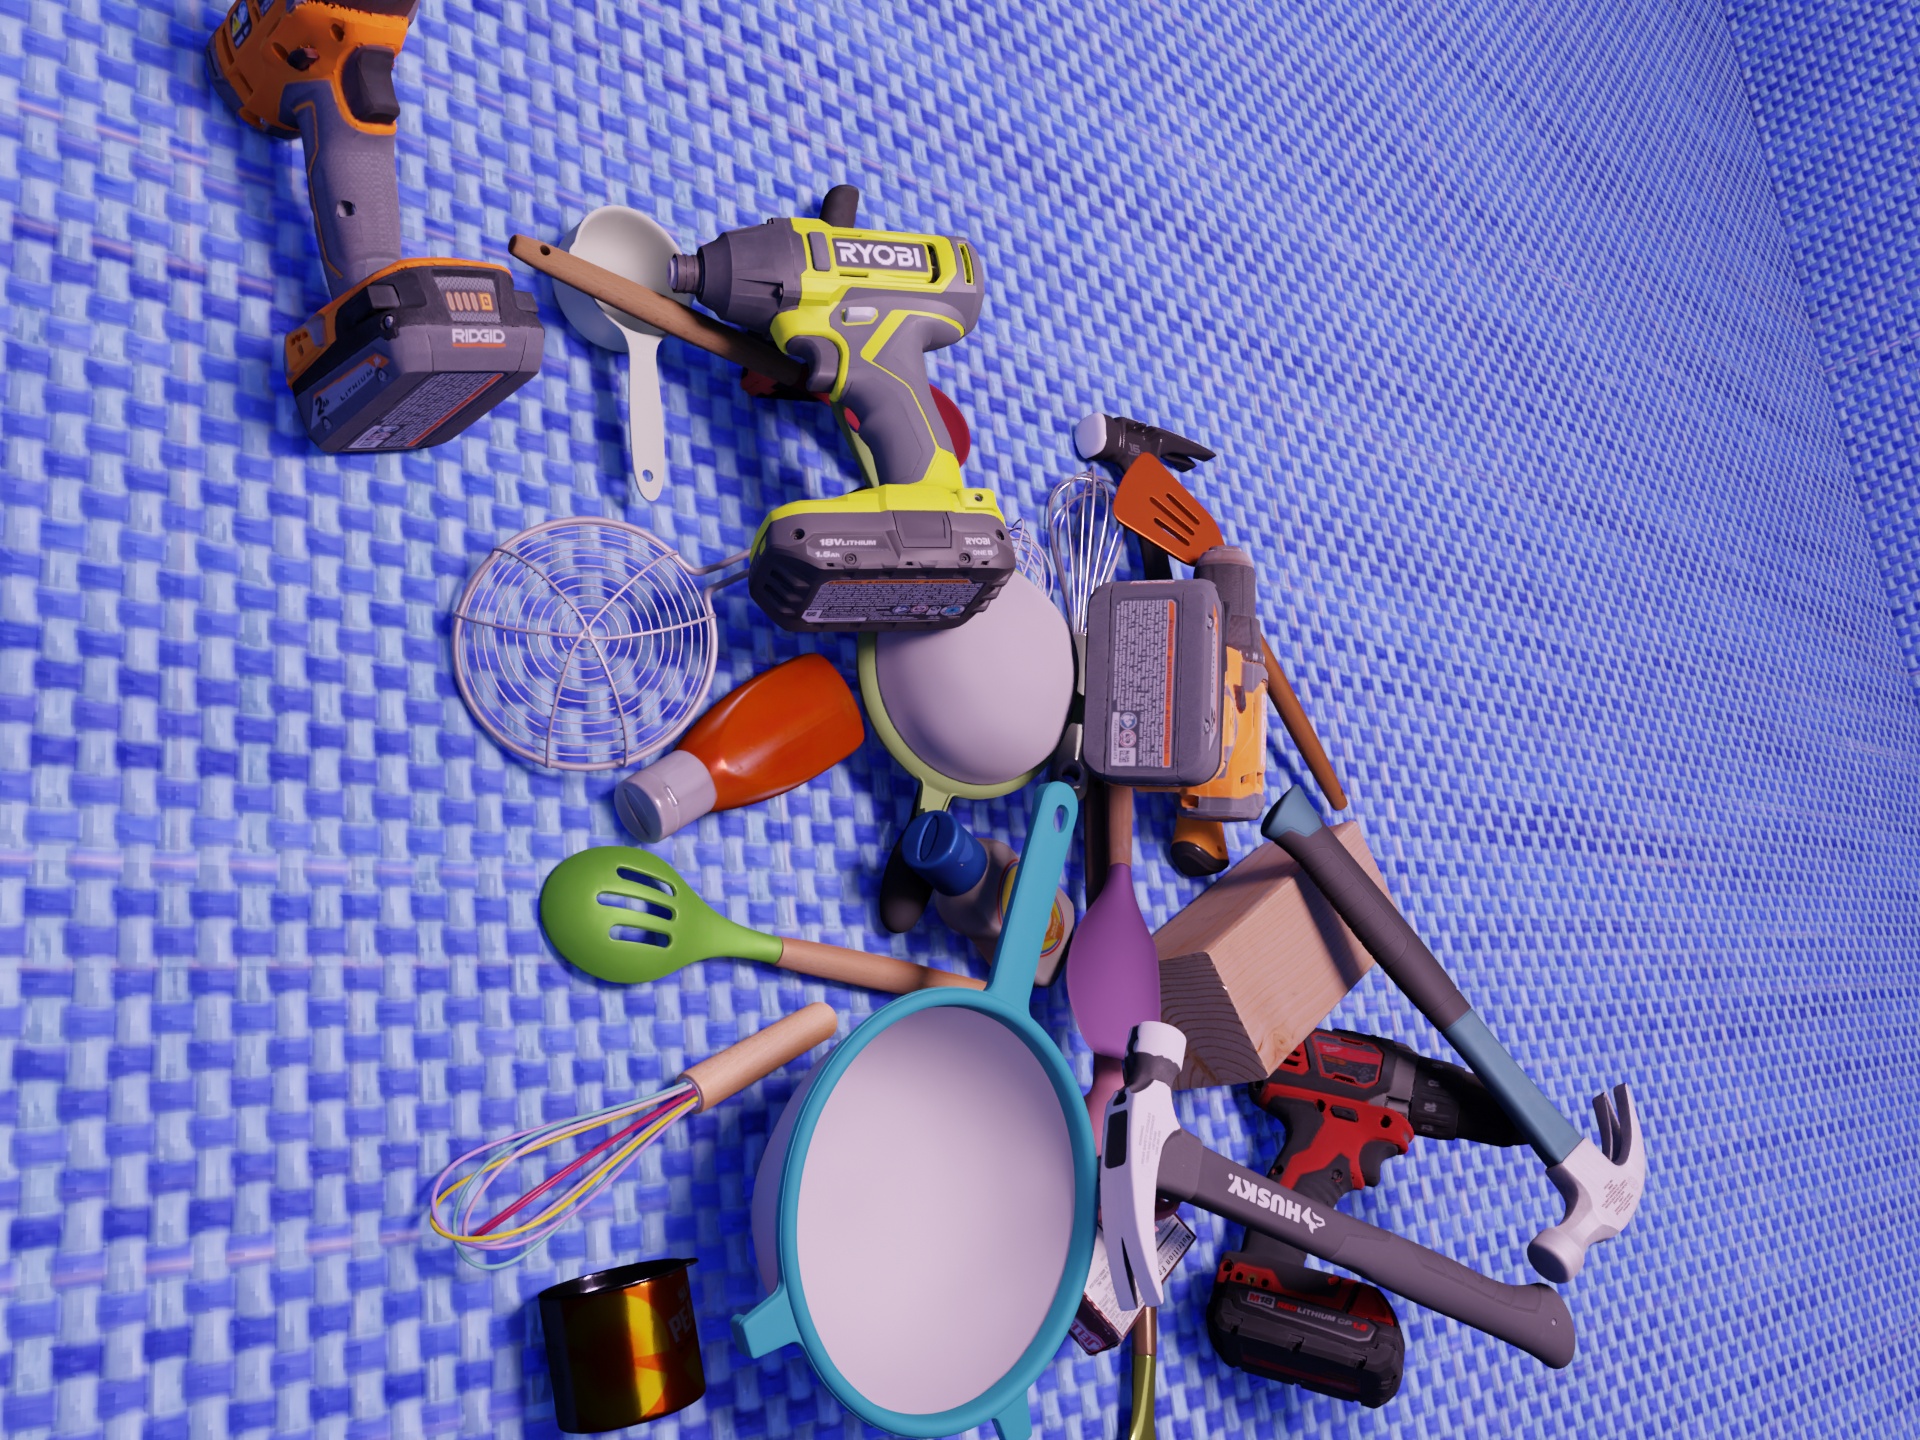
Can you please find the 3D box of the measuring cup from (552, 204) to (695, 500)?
[{"bbox_3d":[-0.185,-0.197,0.874,0.083,0.038,0.168,3,78,-45],"label":"measuring cup"}]

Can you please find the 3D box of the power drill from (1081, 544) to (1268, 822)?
[{"bbox_3d":[0.146,-0.034,0.993,0.226,0.084,0.185,17,74,-67],"label":"power drill"}]

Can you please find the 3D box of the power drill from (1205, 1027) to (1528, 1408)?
[{"bbox_3d":[0.260,0.306,1.009,0.080,0.188,0.227,74,31,-50],"label":"power drill"}]

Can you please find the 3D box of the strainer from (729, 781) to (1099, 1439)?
[{"bbox_3d":[-0.015,0.187,0.833,0.210,0.095,0.341,36,58,-34],"label":"strainer"}]

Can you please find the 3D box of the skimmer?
[{"bbox_3d":[-0.124,-0.083,0.893,0.127,0.090,0.363,59,35,-4],"label":"skimmer"}]

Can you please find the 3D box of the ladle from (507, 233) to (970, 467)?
[{"bbox_3d":[-0.114,-0.206,0.904,0.315,0.031,0.069,17,64,-43],"label":"ladle"}]

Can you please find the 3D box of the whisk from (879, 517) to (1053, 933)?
[{"bbox_3d":[-0.001,-0.004,0.961,0.070,0.070,0.285,33,59,-31],"label":"whisk"}]

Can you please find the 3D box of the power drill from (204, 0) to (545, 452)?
[{"bbox_3d":[-0.266,-0.254,0.727,0.084,0.164,0.226,-13,86,-46],"label":"power drill"}]

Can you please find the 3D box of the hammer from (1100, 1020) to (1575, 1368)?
[{"bbox_3d":[0.218,0.298,0.890,0.334,0.035,0.146,28,54,-20],"label":"hammer"}]

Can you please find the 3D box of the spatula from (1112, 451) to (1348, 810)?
[{"bbox_3d":[0.207,-0.052,1.156,0.322,0.041,0.081,56,42,-27],"label":"spatula"}]

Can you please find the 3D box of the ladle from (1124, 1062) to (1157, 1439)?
[{"bbox_3d":[0.117,0.347,0.941,0.078,0.062,0.320,21,58,-37],"label":"ladle"}]

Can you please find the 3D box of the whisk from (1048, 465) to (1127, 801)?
[{"bbox_3d":[0.080,-0.061,1.071,0.058,0.059,0.246,7,69,-3],"label":"whisk"}]

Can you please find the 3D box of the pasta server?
[{"bbox_3d":[0.089,0.158,0.959,0.060,0.040,0.317,12,51,-14],"label":"pasta server"}]

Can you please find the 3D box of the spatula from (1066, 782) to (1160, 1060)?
[{"bbox_3d":[0.098,0.073,1.008,0.059,0.018,0.316,15,48,-11],"label":"spatula"}]

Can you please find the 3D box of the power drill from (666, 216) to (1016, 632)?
[{"bbox_3d":[-0.061,-0.164,0.847,0.171,0.080,0.223,-2,68,-21],"label":"power drill"}]

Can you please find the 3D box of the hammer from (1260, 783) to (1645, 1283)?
[{"bbox_3d":[0.304,0.179,1.008,0.128,0.033,0.331,-28,73,-32],"label":"hammer"}]

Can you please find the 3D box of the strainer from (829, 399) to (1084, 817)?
[{"bbox_3d":[-0.001,-0.080,0.903,0.151,0.069,0.256,-30,99,-34],"label":"strainer"}]

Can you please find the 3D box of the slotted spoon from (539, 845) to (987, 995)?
[{"bbox_3d":[-0.079,0.126,0.858,0.313,0.031,0.070,21,59,-39],"label":"slotted spoon"}]

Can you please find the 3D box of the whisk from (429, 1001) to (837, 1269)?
[{"bbox_3d":[-0.143,0.190,0.761,0.245,0.047,0.051,-21,88,-49],"label":"whisk"}]

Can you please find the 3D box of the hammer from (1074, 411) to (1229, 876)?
[{"bbox_3d":[0.156,-0.055,1.145,0.127,0.034,0.337,6,70,-41],"label":"hammer"}]
